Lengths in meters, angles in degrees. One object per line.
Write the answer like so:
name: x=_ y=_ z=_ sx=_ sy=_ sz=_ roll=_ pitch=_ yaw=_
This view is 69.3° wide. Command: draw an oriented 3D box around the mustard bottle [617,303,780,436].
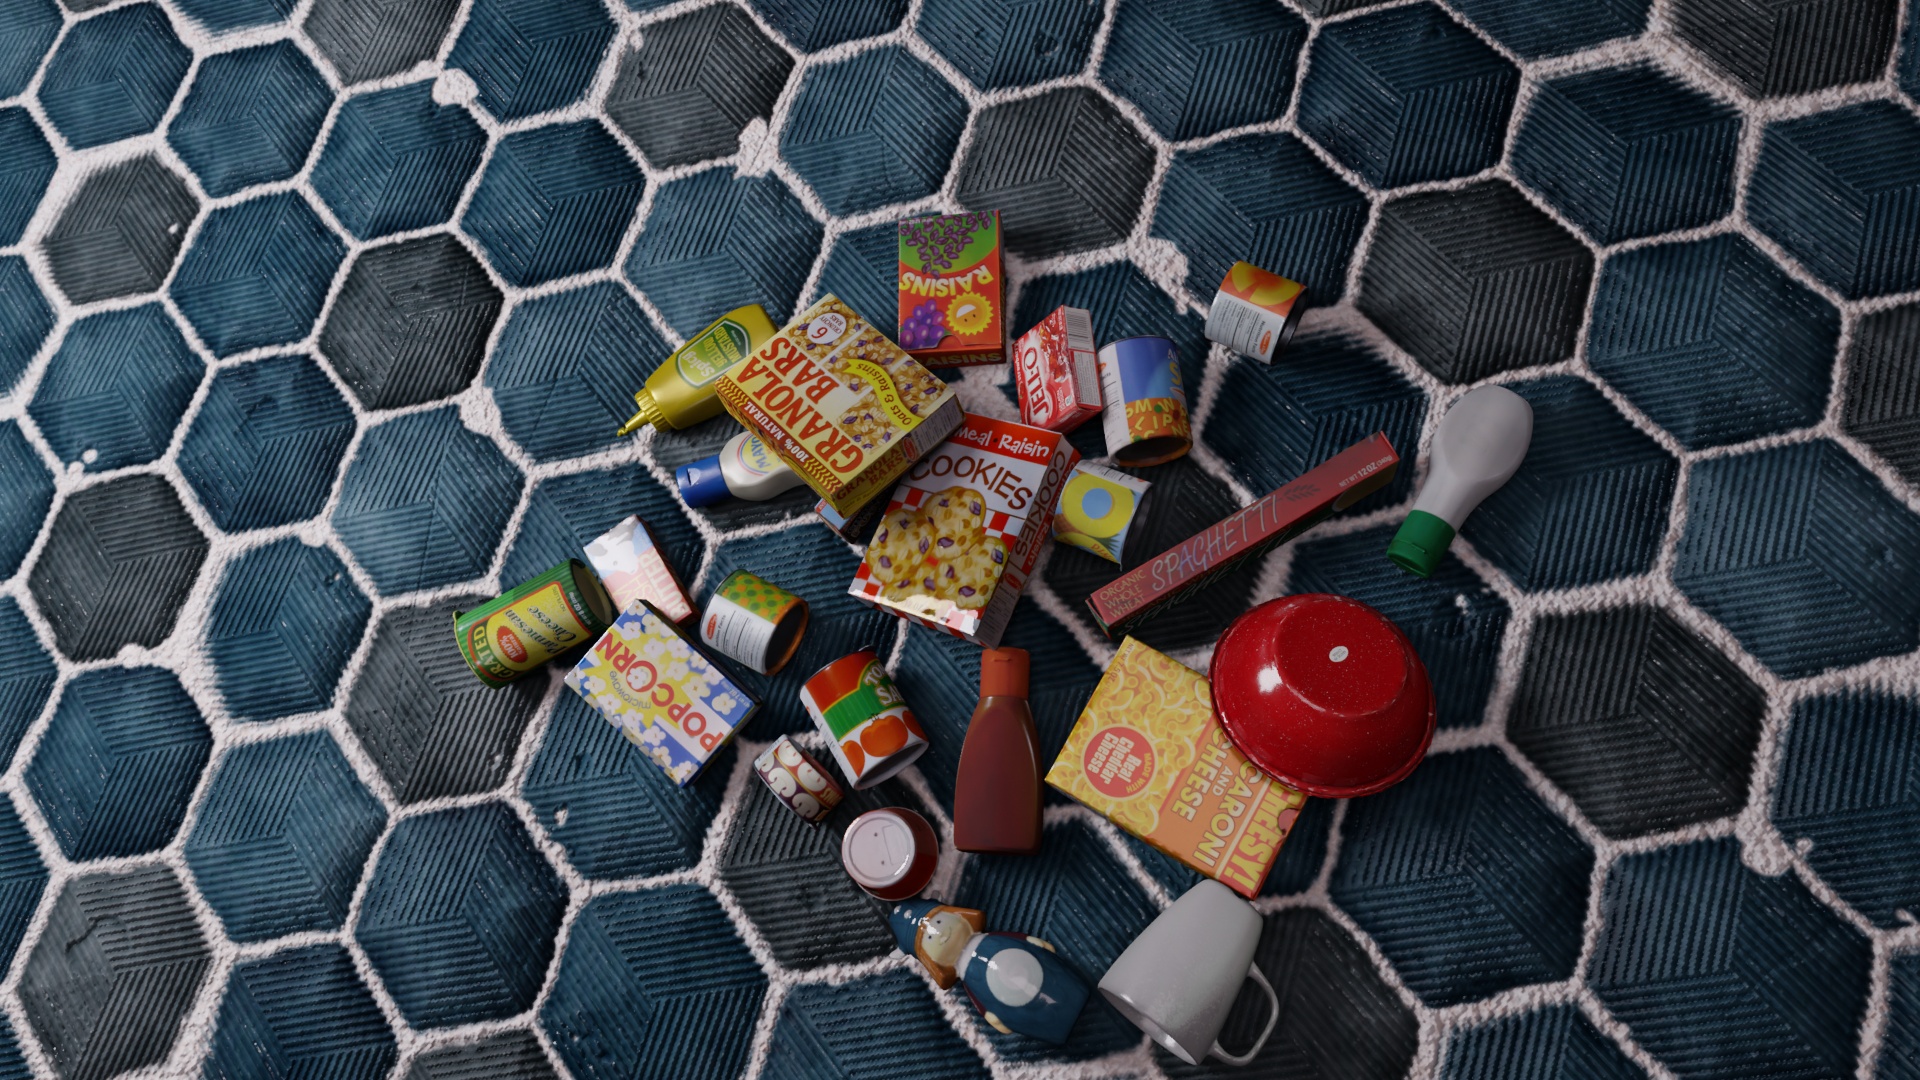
mustard bottle: x=-0.217 y=-0.130 z=1.148 sx=0.160 sy=0.048 sz=0.065 roll=-34 pitch=66 yaw=-2

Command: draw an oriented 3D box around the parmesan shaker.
parmesan shaker: x=-0.337 y=0.063 z=1.098 sx=0.103 sy=0.071 sz=0.071 roll=-28 pitch=70 yaw=1

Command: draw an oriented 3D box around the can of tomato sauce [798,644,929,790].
can of tomato sauce: x=-0.070 y=0.132 z=1.031 sx=0.071 sy=0.071 sz=0.083 roll=-33 pitch=71 yaw=-1

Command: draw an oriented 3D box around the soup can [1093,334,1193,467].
soup can: x=0.143 y=-0.106 z=1.068 sx=0.071 sy=0.071 sz=0.084 roll=-10 pitch=72 yaw=7

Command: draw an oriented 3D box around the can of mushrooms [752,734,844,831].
can of mushrooms: x=-0.117 y=0.178 z=1.025 sx=0.033 sy=0.071 sz=0.071 roll=-44 pitch=71 yaw=-6

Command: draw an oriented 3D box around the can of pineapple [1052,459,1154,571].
can of pineapple: x=0.107 y=-0.020 z=1.047 sx=0.058 sy=0.071 sz=0.071 roll=21 pitch=78 yaw=16

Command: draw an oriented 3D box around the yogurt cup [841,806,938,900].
yogurt cup: x=-0.053 y=0.225 z=1.005 sx=0.072 sy=0.054 sz=0.072 roll=-3 pitch=73 yaw=9

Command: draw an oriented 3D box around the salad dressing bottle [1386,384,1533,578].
salad dressing bottle: x=0.365 y=-0.043 z=1.020 sx=0.064 sy=0.044 sz=0.148 roll=31 pitch=82 yaw=16

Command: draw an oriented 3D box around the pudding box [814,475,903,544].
pudding box: x=-0.075 y=-0.042 z=1.094 sx=0.030 sy=0.049 sz=0.084 roll=37 pitch=83 yaw=17

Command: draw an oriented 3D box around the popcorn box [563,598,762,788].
popcorn box: x=-0.227 y=0.116 z=1.063 sx=0.127 sy=0.038 sz=0.085 roll=41 pitch=88 yaw=6

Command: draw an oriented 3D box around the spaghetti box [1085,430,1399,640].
spaghetti box: x=0.209 y=-0.002 z=1.031 sx=0.250 sy=0.050 sz=0.029 roll=-30 pitch=69 yaw=0

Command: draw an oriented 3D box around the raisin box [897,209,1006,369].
raisin box: x=-0.006 y=-0.205 z=1.139 sx=0.086 sy=0.040 sz=0.123 roll=-3 pitch=73 yaw=8

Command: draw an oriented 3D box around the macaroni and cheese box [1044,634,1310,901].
macaroni and cheese box: x=0.163 y=0.162 z=0.993 sx=0.166 sy=0.040 sz=0.124 roll=28 pitch=80 yaw=17

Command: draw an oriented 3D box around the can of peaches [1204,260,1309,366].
can of peaches: x=0.230 y=-0.177 z=1.075 sx=0.058 sy=0.071 sz=0.071 roll=26 pitch=79 yaw=17

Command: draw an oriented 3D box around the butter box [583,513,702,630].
butter box: x=-0.256 y=0.034 z=1.117 sx=0.053 sy=0.024 sz=0.104 roll=-35 pitch=70 yaw=-1

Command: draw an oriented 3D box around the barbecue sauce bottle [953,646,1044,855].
barbecue sauce bottle: x=0.030 y=0.154 z=1.018 sx=0.065 sy=0.043 sz=0.149 roll=0 pitch=72 yaw=12

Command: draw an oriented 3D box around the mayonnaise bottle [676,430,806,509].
mayonnaise bottle: x=-0.153 y=-0.065 z=1.120 sx=0.148 sy=0.041 sz=0.065 roll=-18 pitch=65 yaw=3

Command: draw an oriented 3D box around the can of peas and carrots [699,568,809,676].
can of peas and carrots: x=-0.156 y=0.062 z=1.070 sx=0.059 sy=0.071 sz=0.071 roll=25 pitch=79 yaw=16

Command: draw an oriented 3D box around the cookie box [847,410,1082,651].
cookie box: x=0.004 y=-0.013 z=1.059 sx=0.123 sy=0.040 sz=0.168 roll=16 pitch=76 yaw=34

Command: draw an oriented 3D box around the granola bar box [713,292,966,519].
granola bar box: x=-0.095 y=-0.107 z=1.079 sx=0.124 sy=0.039 sz=0.166 roll=-40 pitch=55 yaw=-12
